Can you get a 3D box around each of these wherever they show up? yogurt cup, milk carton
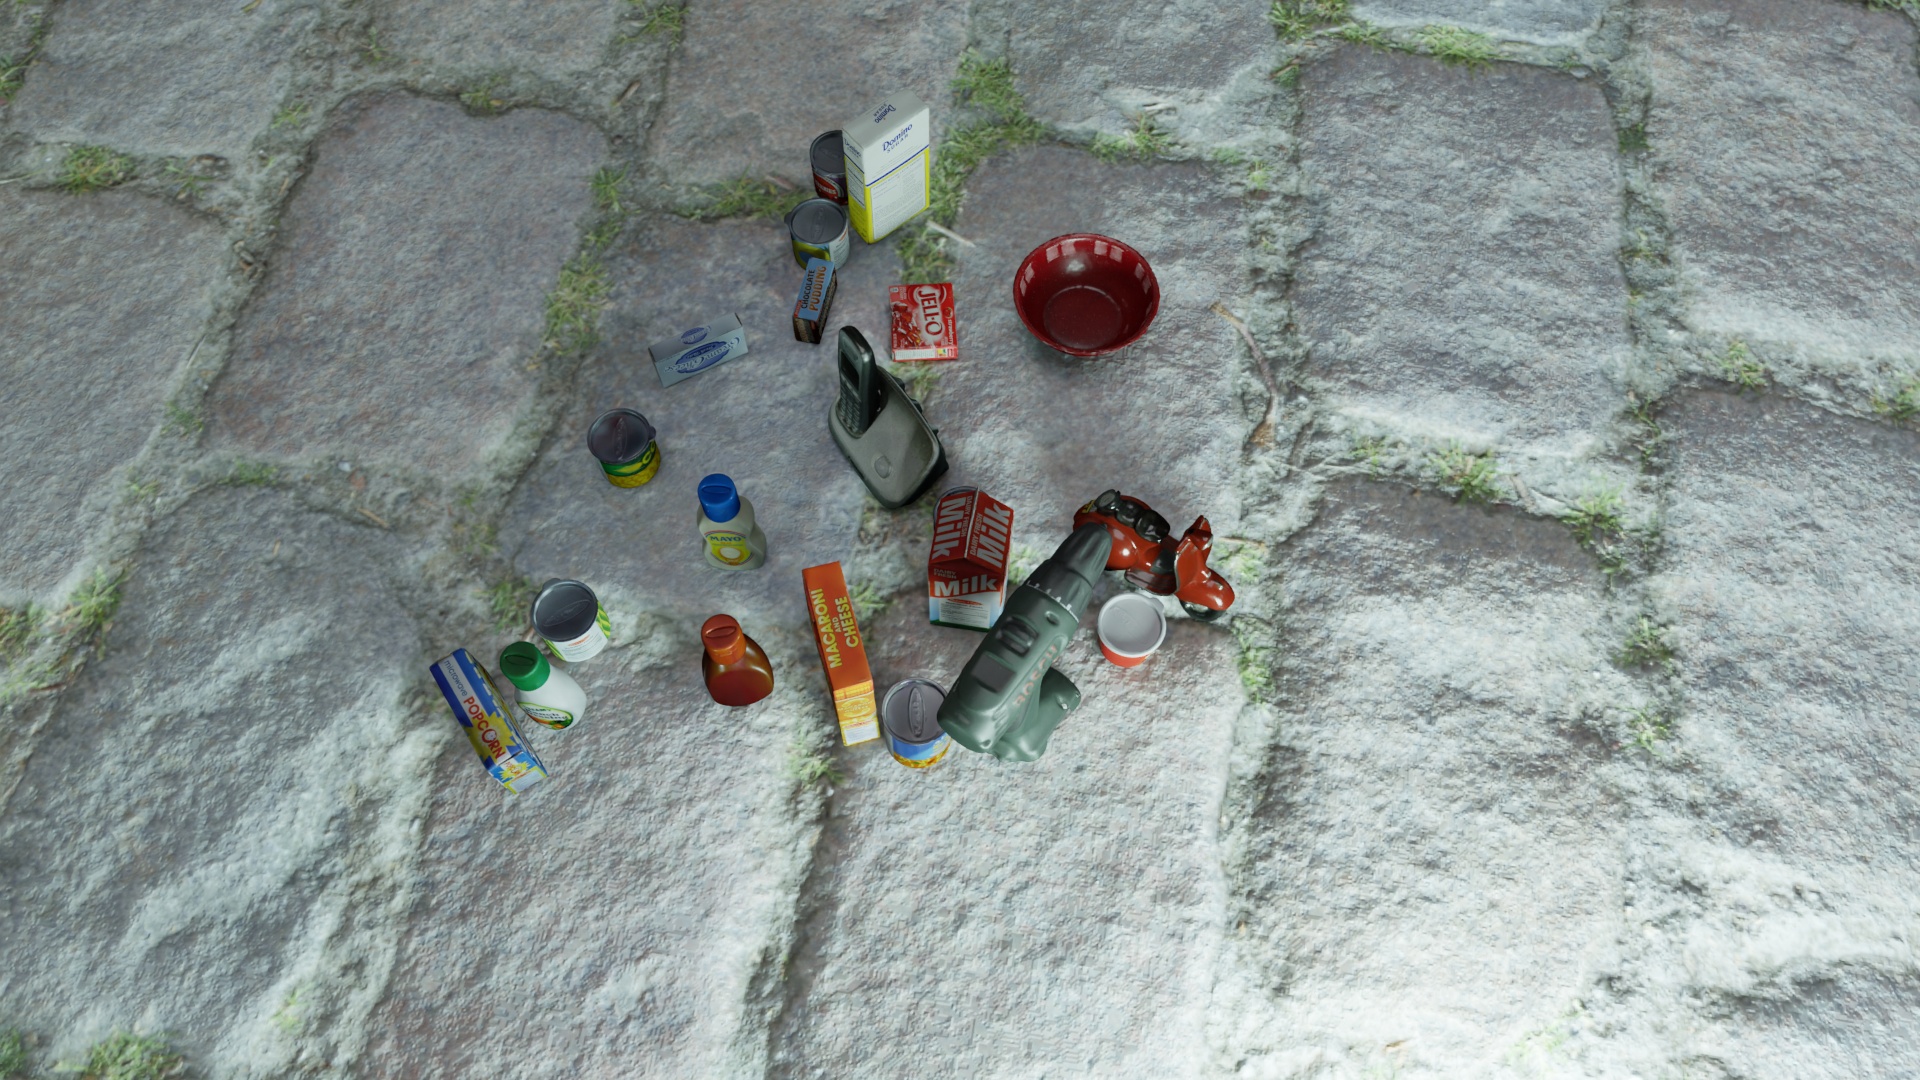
[{"bbox_3d":[0.167,0.092,1.378,0.072,0.053,0.072,0,65,0],"label":"yogurt cup"},{"bbox_3d":[0.010,0.019,1.336,0.073,0.189,0.072,8,65,4],"label":"milk carton"}]

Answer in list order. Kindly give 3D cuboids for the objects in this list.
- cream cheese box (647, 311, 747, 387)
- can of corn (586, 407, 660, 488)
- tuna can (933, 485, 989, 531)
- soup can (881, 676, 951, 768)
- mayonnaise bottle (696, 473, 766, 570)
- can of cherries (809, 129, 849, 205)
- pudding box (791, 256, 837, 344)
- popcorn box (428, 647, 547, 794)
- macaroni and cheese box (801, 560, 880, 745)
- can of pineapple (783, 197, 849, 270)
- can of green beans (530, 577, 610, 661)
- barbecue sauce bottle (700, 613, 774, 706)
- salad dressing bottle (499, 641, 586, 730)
[{"bbox_3d":[-0.286,-0.209,1.518,0.104,0.053,0.024,-25,68,-12],"label":"cream cheese box"},{"bbox_3d":[-0.351,-0.097,1.462,0.071,0.058,0.071,0,65,0],"label":"can of corn"},{"bbox_3d":[0.005,-0.018,1.441,0.071,0.032,0.071,0,65,0],"label":"tuna can"},{"bbox_3d":[-0.038,0.175,1.321,0.071,0.083,0.071,0,65,0],"label":"soup can"},{"bbox_3d":[-0.231,-0.017,1.375,0.065,0.147,0.041,1,65,0],"label":"mayonnaise bottle"},{"bbox_3d":[-0.143,-0.433,1.624,0.071,0.058,0.072,0,65,0],"label":"can of cherries"},{"bbox_3d":[-0.163,-0.268,1.549,0.030,0.049,0.084,11,65,5],"label":"pudding box"},{"bbox_3d":[-0.448,0.172,1.319,0.038,0.085,0.127,-32,69,-14],"label":"popcorn box"},{"bbox_3d":[-0.112,0.109,1.306,0.040,0.165,0.124,-15,66,-7],"label":"macaroni and cheese box"},{"bbox_3d":[-0.162,-0.347,1.583,0.071,0.057,0.071,0,65,0],"label":"can of pineapple"},{"bbox_3d":[-0.386,0.080,1.378,0.071,0.057,0.071,0,65,0],"label":"can of green beans"},{"bbox_3d":[-0.216,0.114,1.313,0.065,0.148,0.044,-12,66,-6],"label":"barbecue sauce bottle"},{"bbox_3d":[-0.393,0.136,1.302,0.064,0.147,0.044,10,65,5],"label":"salad dressing bottle"}]
